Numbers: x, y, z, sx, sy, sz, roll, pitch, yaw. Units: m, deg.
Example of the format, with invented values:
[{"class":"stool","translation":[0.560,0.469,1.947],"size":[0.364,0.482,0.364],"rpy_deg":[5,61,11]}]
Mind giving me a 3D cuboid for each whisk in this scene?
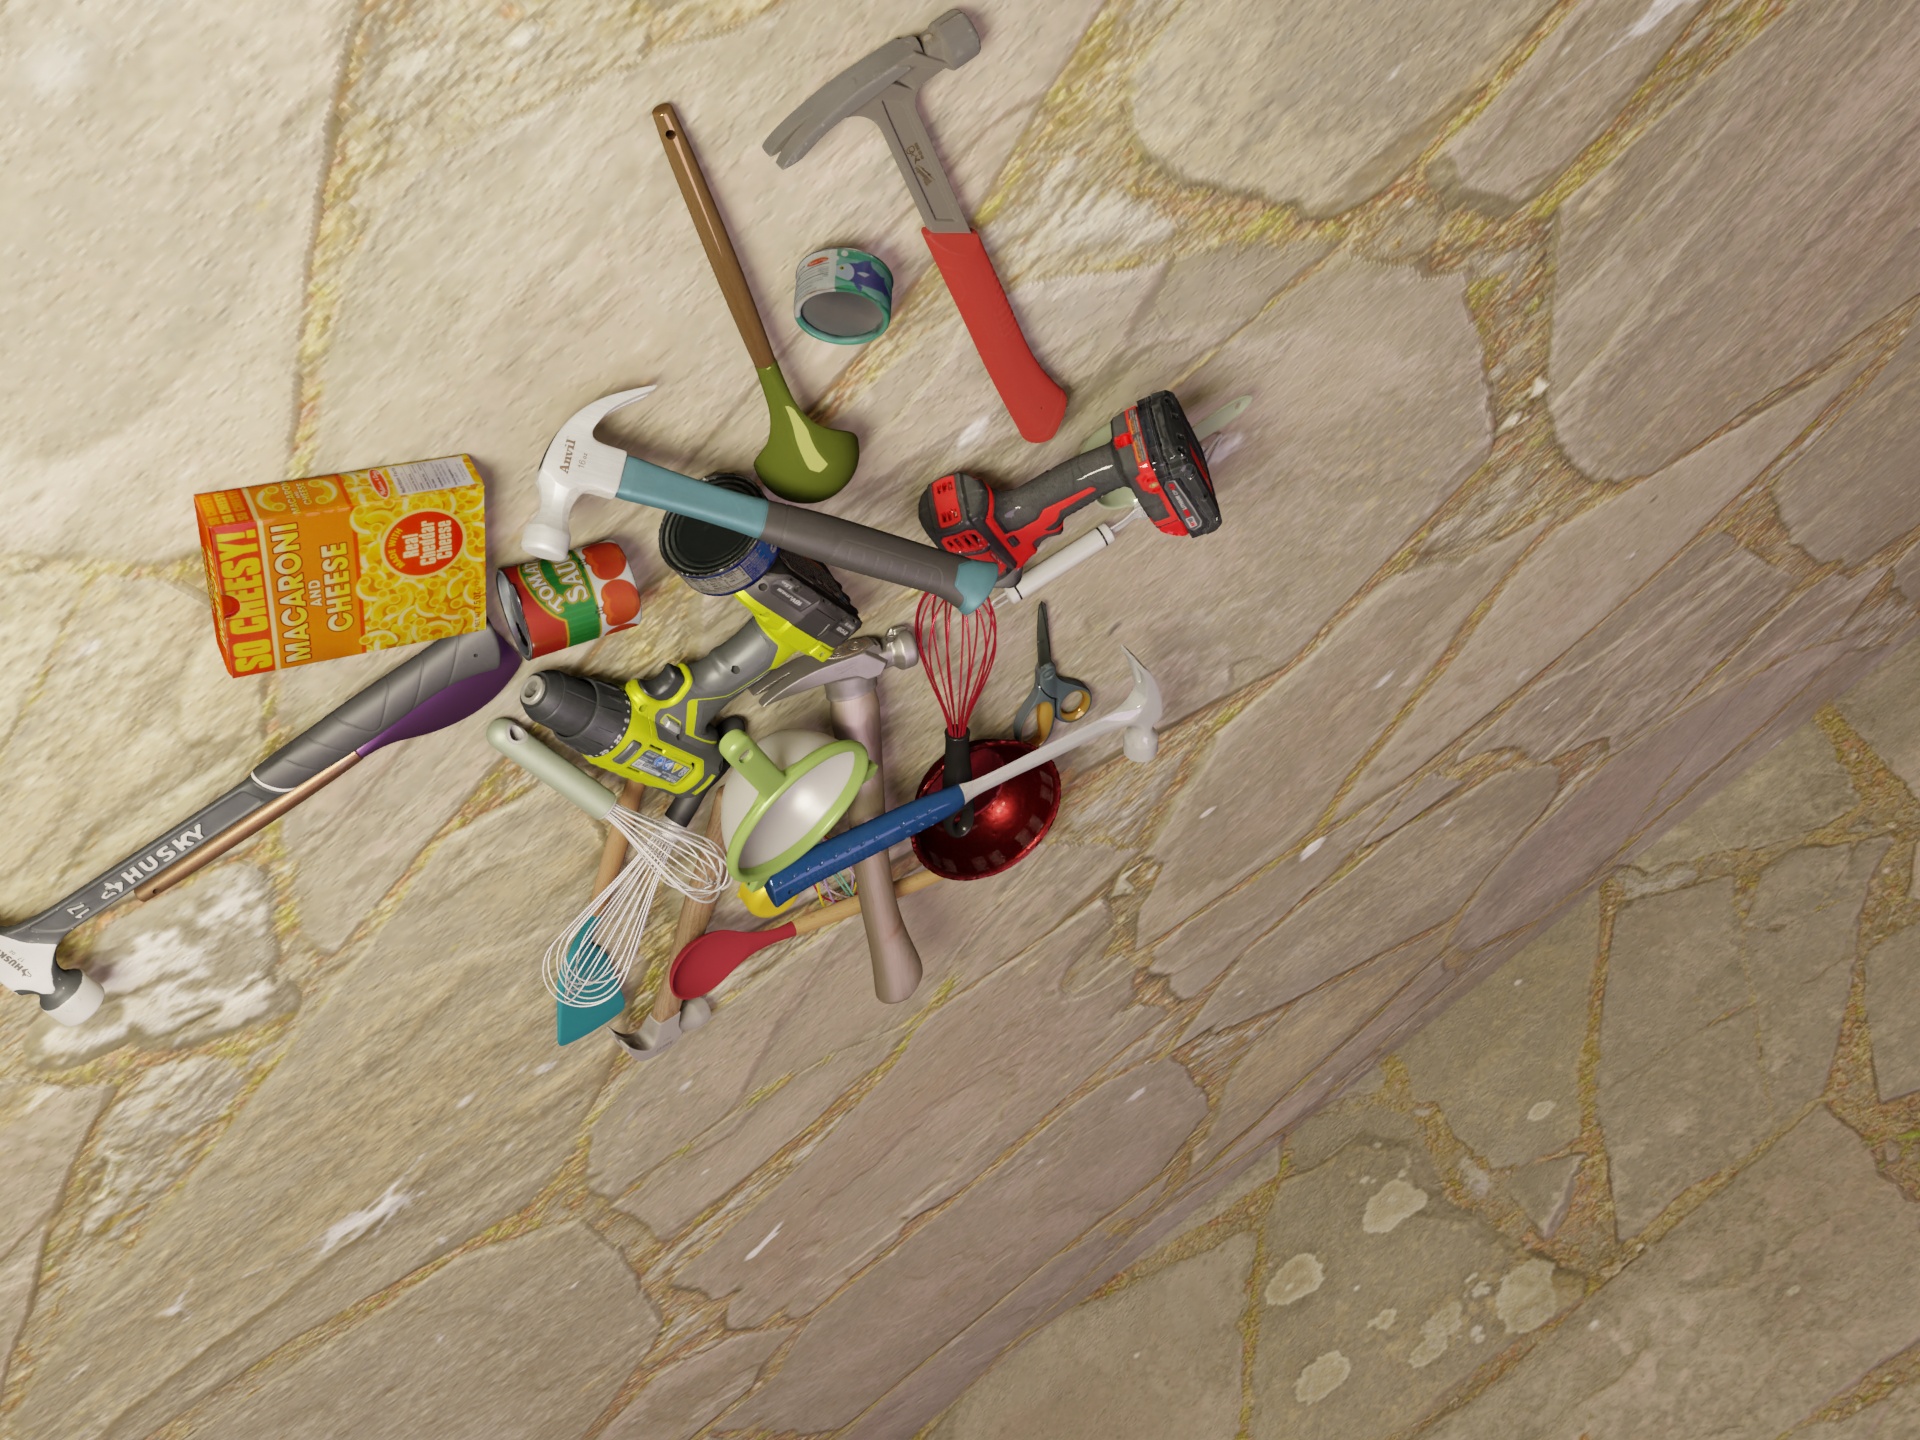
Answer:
[{"class":"whisk","translation":[-0.002,-0.005,1.424],"size":[0.073,0.073,0.295],"rpy_deg":[-20,133,-23]},{"class":"whisk","translation":[-0.276,0.073,1.264],"size":[0.059,0.058,0.246],"rpy_deg":[-26,128,33]},{"class":"whisk","translation":[-0.262,0.118,1.343],"size":[0.284,0.070,0.070],"rpy_deg":[-58,143,1]},{"class":"whisk","translation":[-0.139,0.112,1.495],"size":[0.047,0.051,0.244],"rpy_deg":[-27,142,-4]}]

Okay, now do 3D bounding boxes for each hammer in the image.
[{"class":"hammer","translation":[-0.495,0.048,1.097],"size":[0.409,0.036,0.149],"rpy_deg":[-35,132,-6]},{"class":"hammer","translation":[-0.124,-0.133,1.095],"size":[0.330,0.033,0.128],"rpy_deg":[15,80,-24]},{"class":"hammer","translation":[-0.092,0.109,1.454],"size":[0.146,0.038,0.410],"rpy_deg":[-21,128,-20]},{"class":"hammer","translation":[0.009,0.058,1.427],"size":[0.405,0.035,0.144],"rpy_deg":[-25,142,-17]},{"class":"hammer","translation":[-0.003,-0.312,1.120],"size":[0.149,0.037,0.358],"rpy_deg":[-36,145,-1]},{"class":"hammer","translation":[-0.252,0.194,1.479],"size":[0.130,0.031,0.331],"rpy_deg":[-29,147,-51]}]

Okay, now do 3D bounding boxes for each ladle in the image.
[{"class":"ladle","translation":[-0.140,-0.267,1.058],"size":[0.078,0.062,0.319],"rpy_deg":[-16,138,4]},{"class":"ladle","translation":[-0.135,0.189,1.513],"size":[0.315,0.031,0.069],"rpy_deg":[-18,131,-27]}]

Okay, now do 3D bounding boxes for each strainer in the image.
[{"class":"strainer","translation":[0.137,-0.167,1.412],"size":[0.258,0.050,0.086],"rpy_deg":[-32,160,-1]},{"class":"strainer","translation":[-0.159,0.040,1.253],"size":[0.151,0.069,0.256],"rpy_deg":[-45,160,-7]}]

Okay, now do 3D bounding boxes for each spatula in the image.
[{"class":"spatula","translation":[-0.456,0.037,1.149],"size":[0.316,0.018,0.059],"rpy_deg":[-34,142,-5]},{"class":"spatula","translation":[-0.306,0.156,1.398],"size":[0.082,0.044,0.317],"rpy_deg":[-27,148,-49]}]

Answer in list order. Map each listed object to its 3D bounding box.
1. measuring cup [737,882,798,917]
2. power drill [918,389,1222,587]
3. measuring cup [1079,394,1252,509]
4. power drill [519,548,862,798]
[{"class":"measuring cup","translation":[-0.183,0.135,1.491],"size":[0.062,0.029,0.156],"rpy_deg":[-25,146,-16]},{"class":"power drill","translation":[0.089,-0.171,1.282],"size":[0.219,0.079,0.143],"rpy_deg":[-18,152,16]},{"class":"measuring cup","translation":[0.172,-0.243,1.355],"size":[0.167,0.038,0.083],"rpy_deg":[-32,145,-11]},{"class":"power drill","translation":[-0.207,-0.046,1.221],"size":[0.228,0.080,0.190],"rpy_deg":[-42,145,12]}]
